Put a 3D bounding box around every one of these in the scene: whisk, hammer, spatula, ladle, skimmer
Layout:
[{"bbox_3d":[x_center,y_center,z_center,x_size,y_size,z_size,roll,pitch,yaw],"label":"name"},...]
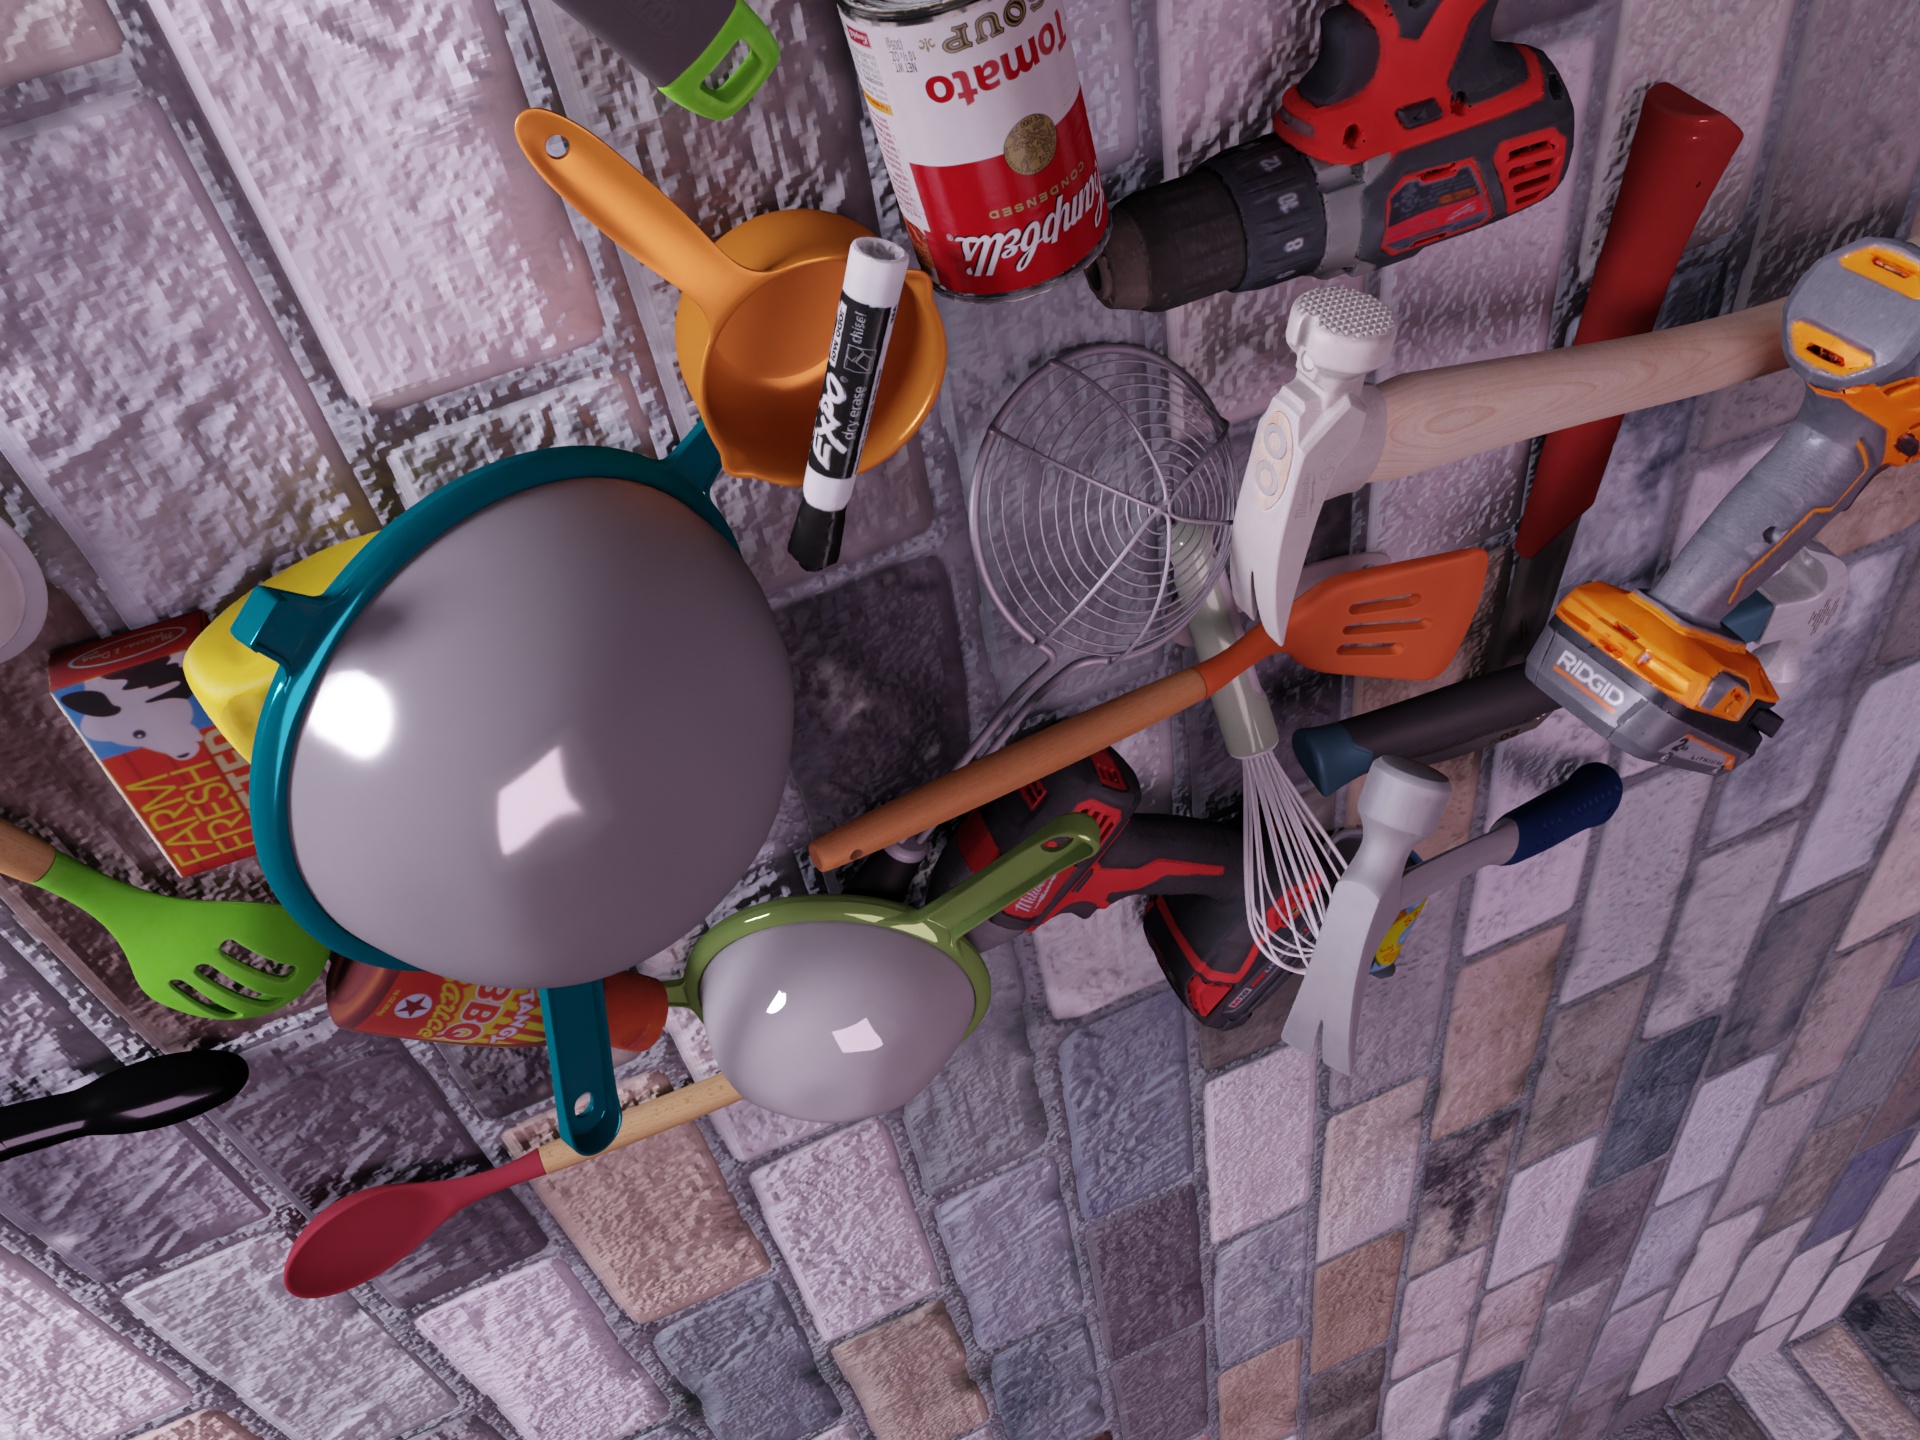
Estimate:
[{"bbox_3d":[-0.437,0.180,0.636,0.284,0.070,0.070,-12,135,-26],"label":"whisk"},{"bbox_3d":[0.286,-0.121,0.763,0.149,0.037,0.358,-17,137,-15],"label":"hammer"},{"bbox_3d":[0.085,-0.001,0.663,0.322,0.041,0.081,-24,143,-23],"label":"spatula"},{"bbox_3d":[0.321,-0.023,0.828,0.331,0.033,0.128,-17,138,-14],"label":"hammer"},{"bbox_3d":[0.294,-0.144,0.684,0.410,0.038,0.146,-17,138,-23],"label":"hammer"},{"bbox_3d":[-0.193,0.220,0.831,0.315,0.031,0.069,-19,140,-15],"label":"ladle"},{"bbox_3d":[0.141,0.018,0.747,0.059,0.058,0.246,-14,112,17],"label":"whisk"},{"bbox_3d":[0.274,0.070,0.825,0.405,0.035,0.144,-8,119,-55],"label":"hammer"},{"bbox_3d":[-0.001,-0.002,0.721,0.127,0.090,0.363,11,134,-29],"label":"skimmer"}]

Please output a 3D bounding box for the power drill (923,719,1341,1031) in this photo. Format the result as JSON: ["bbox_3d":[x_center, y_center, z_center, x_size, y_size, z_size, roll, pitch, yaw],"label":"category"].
[{"bbox_3d":[0.085,0.088,0.825,0.219,0.079,0.143,20,118,-37],"label":"power drill"}]

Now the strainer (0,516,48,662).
[{"bbox_3d":[-0.316,-0.093,0.449,0.087,0.050,0.258,5,126,-14],"label":"strainer"}]

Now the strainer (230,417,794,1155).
[{"bbox_3d":[-0.131,0.069,0.599,0.211,0.095,0.340,-31,139,-38],"label":"strainer"}]

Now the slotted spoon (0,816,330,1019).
[{"bbox_3d":[-0.353,0.042,0.567,0.070,0.031,0.313,-37,137,8],"label":"slotted spoon"}]

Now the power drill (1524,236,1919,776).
[{"bbox_3d":[0.373,-0.087,0.713,0.164,0.084,0.226,9,120,-43],"label":"power drill"}]

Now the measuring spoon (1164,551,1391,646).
[{"bbox_3d":[0.156,-0.059,0.762,0.124,0.018,0.034,-16,136,-15],"label":"measuring spoon"}]

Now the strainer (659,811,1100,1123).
[{"bbox_3d":[-0.027,0.126,0.734,0.151,0.069,0.256,30,131,-28],"label":"strainer"}]

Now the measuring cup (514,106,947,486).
[{"bbox_3d":[-0.079,-0.148,0.519,0.095,0.052,0.173,-42,135,14],"label":"measuring cup"}]

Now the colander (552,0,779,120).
[{"bbox_3d":[-0.175,-0.256,0.346,0.204,0.095,0.396,-44,155,14],"label":"colander"}]

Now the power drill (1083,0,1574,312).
[{"bbox_3d":[0.125,-0.245,0.524,0.188,0.080,0.226,-21,140,-10],"label":"power drill"}]
